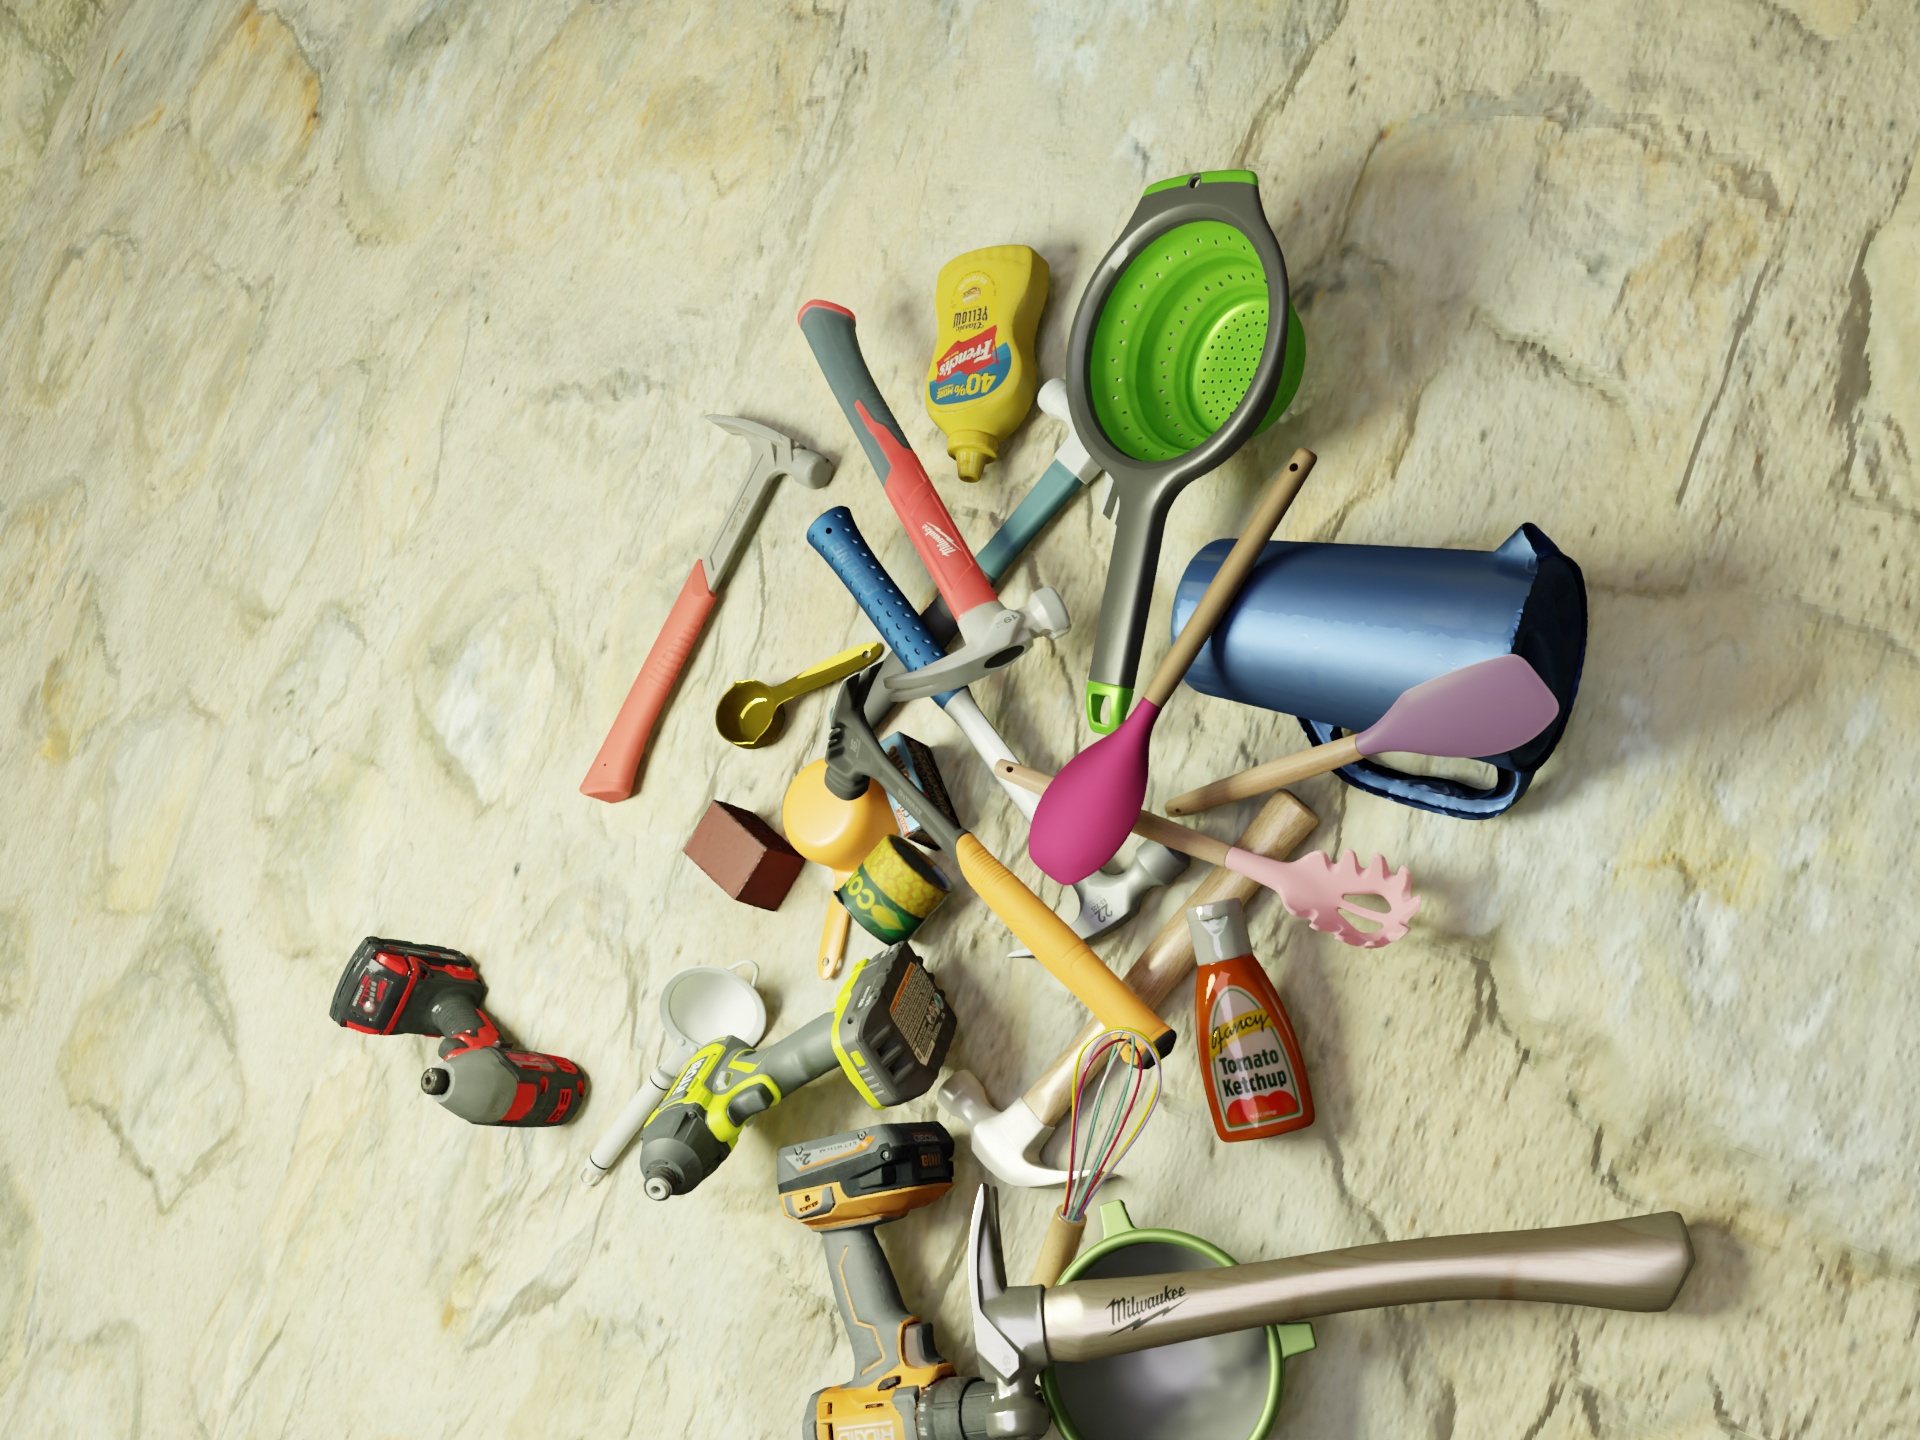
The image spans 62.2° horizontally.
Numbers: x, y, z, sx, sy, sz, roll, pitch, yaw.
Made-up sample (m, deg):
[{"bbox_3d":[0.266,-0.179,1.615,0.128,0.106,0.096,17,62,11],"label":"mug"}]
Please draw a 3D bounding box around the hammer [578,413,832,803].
[{"bbox_3d":[-0.246,-0.095,1.401,0.149,0.036,0.359,27,89,35],"label":"hammer"}]

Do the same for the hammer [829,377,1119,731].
[{"bbox_3d":[0.010,-0.108,1.246,0.331,0.033,0.128,-49,55,10],"label":"hammer"}]

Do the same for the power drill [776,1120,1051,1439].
[{"bbox_3d":[-0.034,0.391,1.078,0.185,0.084,0.226,-22,68,32],"label":"power drill"}]

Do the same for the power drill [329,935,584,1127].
[{"bbox_3d":[-0.429,0.267,1.336,0.220,0.143,0.078,27,93,38],"label":"power drill"}]

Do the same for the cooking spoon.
[{"bbox_3d":[0.136,-0.034,1.018,0.069,0.017,0.319,37,101,32],"label":"cooking spoon"}]

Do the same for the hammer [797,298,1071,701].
[{"bbox_3d":[-0.061,-0.187,1.238,0.143,0.038,0.387,-25,60,-5],"label":"hammer"}]

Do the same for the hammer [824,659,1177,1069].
[{"bbox_3d":[0.023,0.103,1.086,0.337,0.034,0.127,44,144,25],"label":"hammer"}]

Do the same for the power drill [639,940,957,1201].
[{"bbox_3d":[-0.123,0.257,1.138,0.223,0.171,0.080,-29,100,18],"label":"power drill"}]

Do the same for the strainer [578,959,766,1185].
[{"bbox_3d":[-0.234,0.278,1.271,0.087,0.050,0.258,35,104,-8],"label":"strainer"}]

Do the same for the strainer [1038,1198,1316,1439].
[{"bbox_3d":[0.101,0.439,0.977,0.152,0.069,0.256,27,83,25],"label":"strainer"}]

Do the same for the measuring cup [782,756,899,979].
[{"bbox_3d":[-0.103,0.111,1.232,0.095,0.052,0.174,0,73,32],"label":"measuring cup"}]

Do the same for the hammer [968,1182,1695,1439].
[{"bbox_3d":[0.204,0.319,0.926,0.410,0.038,0.146,-12,66,14],"label":"hammer"}]

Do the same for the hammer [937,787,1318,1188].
[{"bbox_3d":[0.126,0.183,1.079,0.331,0.031,0.130,-51,55,8],"label":"hammer"}]

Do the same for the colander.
[{"bbox_3d":[0.163,-0.181,1.140,0.205,0.094,0.397,14,95,49],"label":"colander"}]

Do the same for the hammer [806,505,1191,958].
[{"bbox_3d":[-0.002,-0.004,1.187,0.144,0.035,0.406,-43,65,15],"label":"hammer"}]

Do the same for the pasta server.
[{"bbox_3d":[0.152,0.078,1.050,0.316,0.040,0.060,21,74,30],"label":"pasta server"}]

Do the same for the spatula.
[{"bbox_3d":[0.233,0.023,0.989,0.018,0.059,0.316,-48,14,-35],"label":"spatula"}]

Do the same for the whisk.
[{"bbox_3d":[0.074,0.299,1.024,0.051,0.047,0.245,-122,44,-61],"label":"whisk"}]

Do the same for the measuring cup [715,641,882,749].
[{"bbox_3d":[-0.130,-0.024,1.317,0.156,0.029,0.062,-25,62,10],"label":"measuring cup"}]
